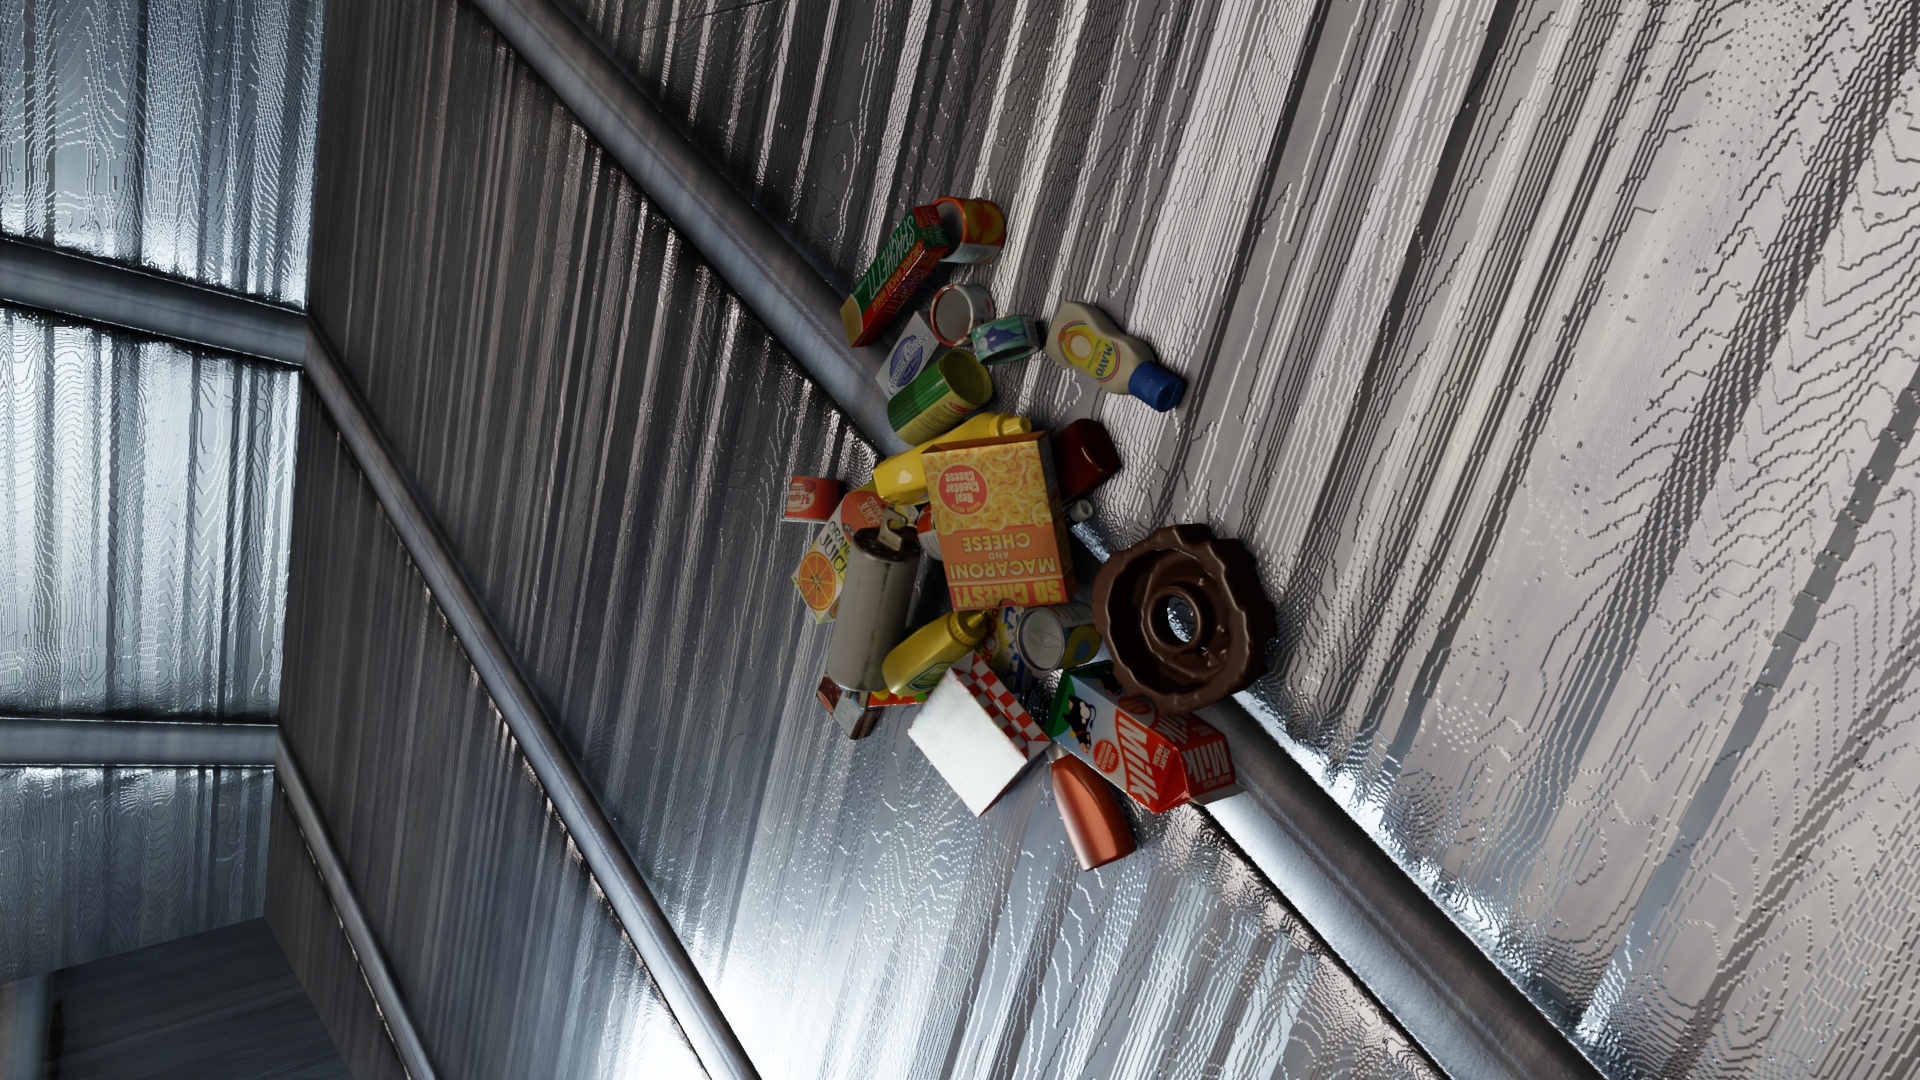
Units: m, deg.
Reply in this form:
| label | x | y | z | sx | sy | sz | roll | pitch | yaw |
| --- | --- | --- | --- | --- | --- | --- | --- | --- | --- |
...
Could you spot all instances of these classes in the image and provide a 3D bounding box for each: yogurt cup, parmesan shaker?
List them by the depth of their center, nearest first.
| label | x | y | z | sx | sy | sz | roll | pitch | yaw |
| --- | --- | --- | --- | --- | --- | --- | --- | --- | --- |
| parmesan shaker | -0.025 | -0.151 | 1.470 | 0.102 | 0.071 | 0.071 | -32 | 72 | 44 |
| yogurt cup | -0.173 | -0.048 | 1.644 | 0.072 | 0.072 | 0.054 | 4 | 90 | 46 |

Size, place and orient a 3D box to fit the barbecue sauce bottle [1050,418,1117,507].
| label | x | y | z | sx | sy | sz | roll | pitch | yaw |
| --- | --- | --- | --- | --- | --- | --- | --- | --- | --- |
| barbecue sauce bottle | 0.090 | -0.059 | 1.381 | 0.148 | 0.044 | 0.065 | -39 | 64 | 42 |

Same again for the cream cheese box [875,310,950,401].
| label | x | y | z | sx | sy | sz | roll | pitch | yaw |
| --- | --- | --- | --- | --- | --- | --- | --- | --- | --- |
| cream cheese box | -0.052 | -0.197 | 1.526 | 0.053 | 0.024 | 0.103 | 57 | 130 | 27 |

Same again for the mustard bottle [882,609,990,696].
| label | x | y | z | sx | sy | sz | roll | pitch | yaw |
| --- | --- | --- | --- | --- | --- | --- | --- | --- | --- |
| mustard bottle | -0.018 | 0.109 | 1.444 | 0.159 | 0.065 | 0.049 | -42 | 58 | 40 |

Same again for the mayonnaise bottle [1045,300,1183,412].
| label | x | y | z | sx | sy | sz | roll | pitch | yaw |
| --- | --- | --- | --- | --- | --- | --- | --- | --- | --- |
| mayonnaise bottle | 0.145 | -0.170 | 1.310 | 0.148 | 0.041 | 0.064 | 40 | 120 | 37 |

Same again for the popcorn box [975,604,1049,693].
| label | x | y | z | sx | sy | sz | roll | pitch | yaw |
| --- | --- | --- | --- | --- | --- | --- | --- | --- | --- |
| popcorn box | 0.046 | 0.086 | 1.448 | 0.085 | 0.038 | 0.126 | 23 | 111 | 44 |

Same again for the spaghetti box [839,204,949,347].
| label | x | y | z | sx | sy | sz | roll | pitch | yaw |
| --- | --- | --- | --- | --- | --- | --- | --- | --- | --- |
| spaghetti box | -0.074 | -0.278 | 1.483 | 0.249 | 0.029 | 0.050 | -36 | 68 | 62 |

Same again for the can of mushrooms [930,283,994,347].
| label | x | y | z | sx | sy | sz | roll | pitch | yaw |
| --- | --- | --- | --- | --- | --- | --- | --- | --- | --- |
| can of mushrooms | 0.000 | -0.235 | 1.460 | 0.071 | 0.033 | 0.071 | 8 | 101 | 45 |

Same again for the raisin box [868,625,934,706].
| label | x | y | z | sx | sy | sz | roll | pitch | yaw |
| --- | --- | --- | --- | --- | --- | --- | --- | --- | --- |
| raisin box | -0.060 | 0.141 | 1.564 | 0.123 | 0.040 | 0.086 | -11 | 88 | 47 |

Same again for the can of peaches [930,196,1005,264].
| label | x | y | z | sx | sy | sz | roll | pitch | yaw |
| --- | --- | --- | --- | --- | --- | --- | --- | --- | --- |
| can of peaches | 0.002 | -0.321 | 1.429 | 0.071 | 0.058 | 0.071 | 8 | 101 | 46 |

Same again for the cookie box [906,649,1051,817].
| label | x | y | z | sx | sy | sz | roll | pitch | yaw |
| --- | --- | --- | --- | --- | --- | --- | --- | --- | --- |
| cookie box | 0.016 | 0.203 | 1.441 | 0.123 | 0.040 | 0.166 | 49 | 147 | 13 |

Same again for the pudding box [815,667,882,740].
| label | x | y | z | sx | sy | sz | roll | pitch | yaw |
| --- | --- | --- | --- | --- | --- | --- | --- | --- | --- |
| pudding box | -0.133 | 0.191 | 1.654 | 0.084 | 0.030 | 0.049 | 46 | 126 | 33 |

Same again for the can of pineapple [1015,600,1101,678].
| label | x | y | z | sx | sy | sz | roll | pitch | yaw |
| --- | --- | --- | --- | --- | --- | --- | --- | --- | --- |
| can of pineapple | 0.097 | 0.097 | 1.381 | 0.071 | 0.058 | 0.071 | 7 | 100 | 46 |

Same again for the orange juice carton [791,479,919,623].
| label | x | y | z | sx | sy | sz | roll | pitch | yaw |
| --- | --- | --- | --- | --- | --- | --- | --- | --- | --- |
| orange juice carton | -0.110 | 0.006 | 1.576 | 0.191 | 0.073 | 0.072 | -52 | 59 | 36 |

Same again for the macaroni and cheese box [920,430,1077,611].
| label | x | y | z | sx | sy | sz | roll | pitch | yaw |
| --- | --- | --- | --- | --- | --- | --- | --- | --- | --- |
| macaroni and cheese box | 0.038 | -0.017 | 1.358 | 0.123 | 0.040 | 0.166 | -5 | 106 | 23 |

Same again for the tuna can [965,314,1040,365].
| label | x | y | z | sx | sy | sz | roll | pitch | yaw |
| --- | --- | --- | --- | --- | --- | --- | --- | --- | --- |
| tuna can | 0.043 | -0.200 | 1.393 | 0.071 | 0.071 | 0.033 | -20 | 82 | 46 |

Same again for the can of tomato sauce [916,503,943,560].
| label | x | y | z | sx | sy | sz | roll | pitch | yaw |
| --- | --- | --- | --- | --- | --- | --- | --- | --- | --- |
| can of tomato sauce | 0.005 | -0.018 | 1.457 | 0.083 | 0.071 | 0.071 | -16 | 83 | 49 |

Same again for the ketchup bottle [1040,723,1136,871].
| label | x | y | z | sx | sy | sz | roll | pitch | yaw |
| --- | --- | --- | --- | --- | --- | --- | --- | --- | --- |
| ketchup bottle | 0.121 | 0.250 | 1.385 | 0.064 | 0.044 | 0.149 | -38 | 67 | 44 |

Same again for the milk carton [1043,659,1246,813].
| label | x | y | z | sx | sy | sz | roll | pitch | yaw |
| --- | --- | --- | --- | --- | --- | --- | --- | --- | --- |
| milk carton | 0.175 | 0.191 | 1.301 | 0.191 | 0.072 | 0.073 | 33 | 117 | 39 |
